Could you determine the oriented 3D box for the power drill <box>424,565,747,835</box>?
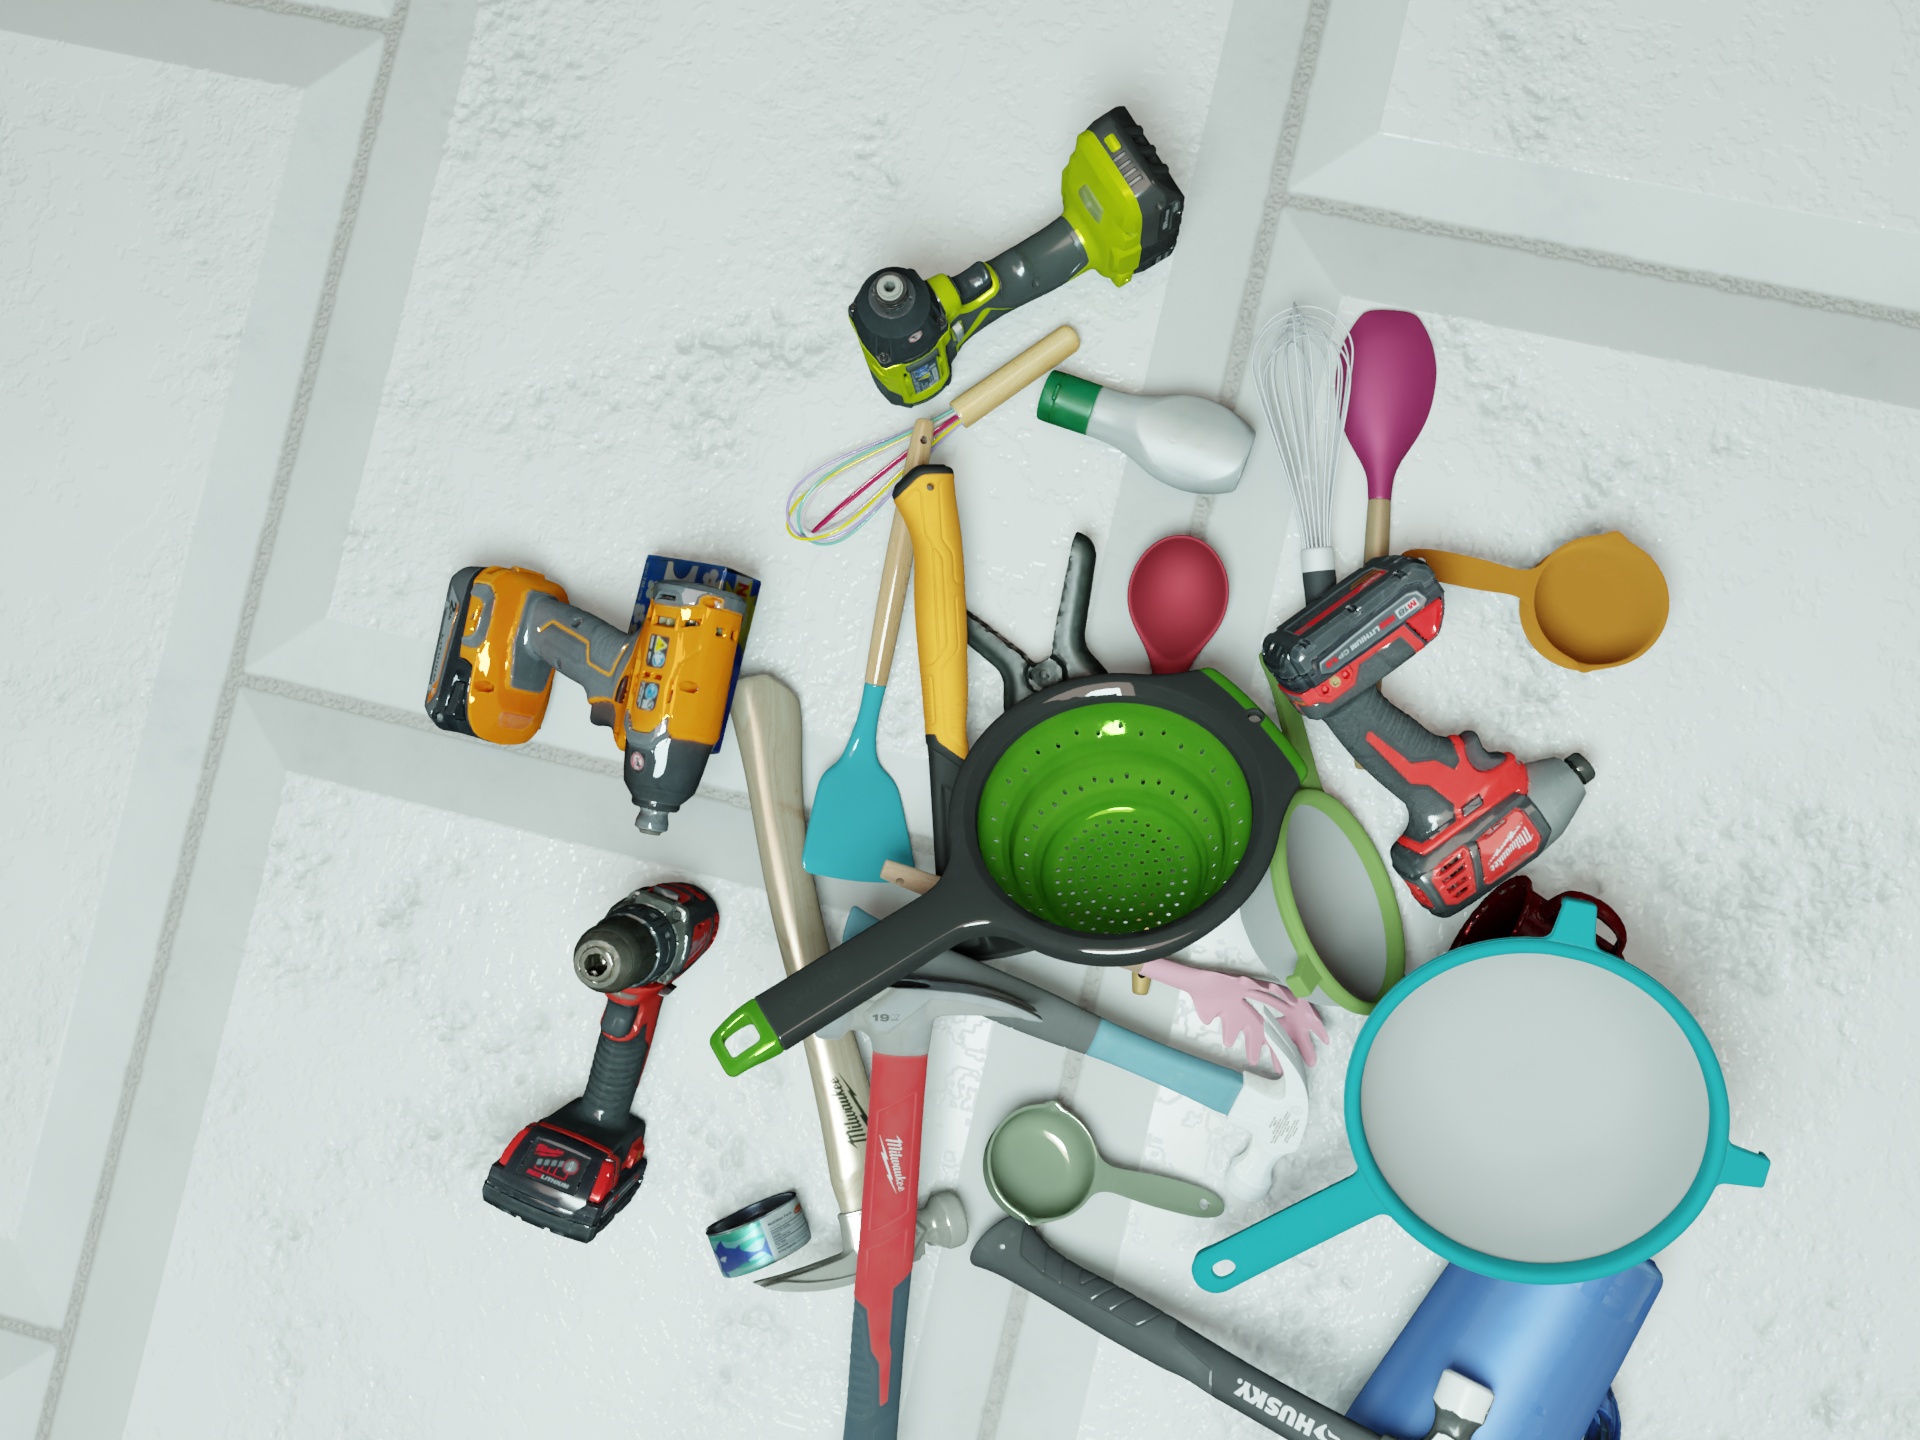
[{"bbox_3d":[-0.252,-0.019,1.067,0.226,0.084,0.164,10,88,31],"label":"power drill"}]

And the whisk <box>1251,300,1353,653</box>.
[{"bbox_3d":[0.239,-0.141,1.077,0.070,0.070,0.284,-5,91,5],"label":"whisk"}]

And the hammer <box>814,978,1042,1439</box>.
[{"bbox_3d":[-0.034,0.358,1.014,0.143,0.038,0.386,4,94,-7],"label":"hammer"}]

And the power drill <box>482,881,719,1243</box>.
[{"bbox_3d":[-0.234,0.218,1.043,0.080,0.188,0.226,20,93,5],"label":"power drill"}]

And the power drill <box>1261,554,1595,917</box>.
[{"bbox_3d":[0.309,0.007,1.036,0.143,0.078,0.219,-36,99,2],"label":"power drill"}]

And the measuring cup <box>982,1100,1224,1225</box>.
[{"bbox_3d":[0.095,0.312,1.076,0.167,0.038,0.083,16,64,-7],"label":"measuring cup"}]

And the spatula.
[{"bbox_3d":[-0.049,-0.049,1.091,0.082,0.044,0.317,8,97,-21],"label":"spatula"}]

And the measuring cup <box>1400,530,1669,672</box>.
[{"bbox_3d":[0.377,-0.086,1.063,0.173,0.052,0.095,14,88,8],"label":"measuring cup"}]

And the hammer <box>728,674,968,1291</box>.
[{"bbox_3d":[-0.110,0.172,1.082,0.146,0.038,0.411,-10,81,-25],"label":"hammer"}]

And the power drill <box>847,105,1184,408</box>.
[{"bbox_3d":[0.032,-0.301,1.051,0.223,0.171,0.080,-32,85,0],"label":"power drill"}]

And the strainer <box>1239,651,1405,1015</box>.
[{"bbox_3d":[0.215,0.077,1.057,0.069,0.151,0.257,-27,62,35],"label":"strainer"}]

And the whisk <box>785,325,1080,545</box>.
[{"bbox_3d":[-0.018,-0.198,1.113,0.245,0.047,0.051,-35,112,-1],"label":"whisk"}]

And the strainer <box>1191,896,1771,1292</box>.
[{"bbox_3d":[0.291,0.255,0.979,0.340,0.095,0.211,-35,89,19],"label":"strainer"}]

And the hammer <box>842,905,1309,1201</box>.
[{"bbox_3d":[0.074,0.204,1.047,0.331,0.033,0.128,23,113,0],"label":"hammer"}]

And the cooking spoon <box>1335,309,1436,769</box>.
[{"bbox_3d":[0.286,-0.125,1.090,0.069,0.017,0.319,4,87,4],"label":"cooking spoon"}]

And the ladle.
[{"bbox_3d":[0.138,0.031,1.093,0.069,0.031,0.315,5,89,9],"label":"ladle"}]

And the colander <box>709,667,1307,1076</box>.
[{"bbox_3d":[0.030,0.118,0.995,0.397,0.094,0.205,-31,56,-11],"label":"colander"}]

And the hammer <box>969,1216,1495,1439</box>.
[{"bbox_3d":[0.148,0.409,1.002,0.335,0.035,0.146,20,78,30],"label":"hammer"}]

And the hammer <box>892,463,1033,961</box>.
[{"bbox_3d":[-0.002,-0.003,1.073,0.127,0.034,0.337,-4,94,-3],"label":"hammer"}]

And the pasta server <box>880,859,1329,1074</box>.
[{"bbox_3d":[0.095,0.156,1.055,0.316,0.040,0.060,21,121,-6],"label":"pasta server"}]
